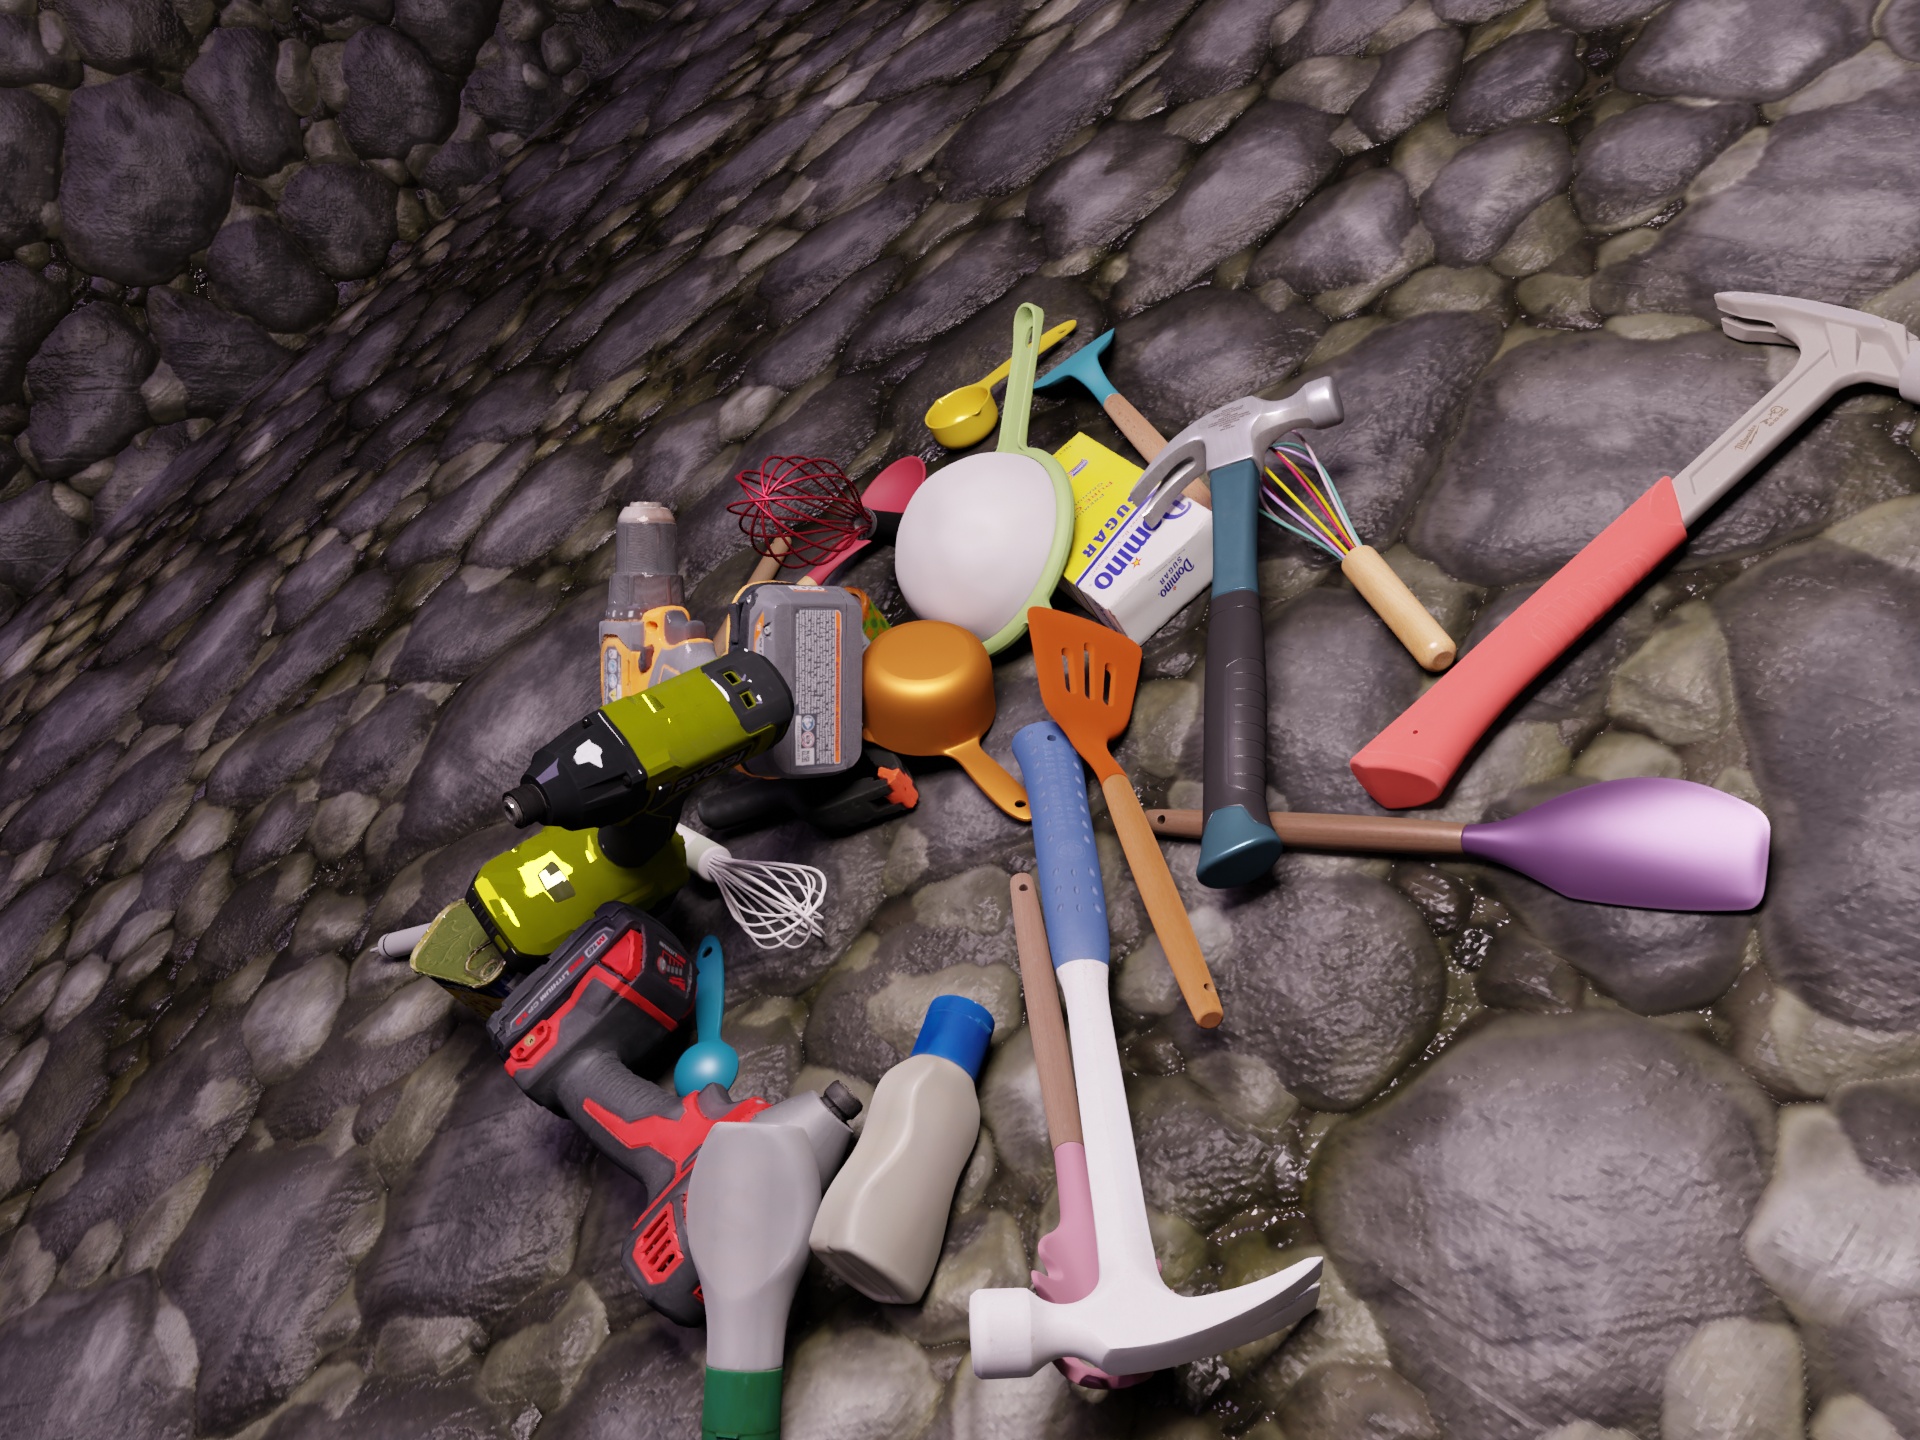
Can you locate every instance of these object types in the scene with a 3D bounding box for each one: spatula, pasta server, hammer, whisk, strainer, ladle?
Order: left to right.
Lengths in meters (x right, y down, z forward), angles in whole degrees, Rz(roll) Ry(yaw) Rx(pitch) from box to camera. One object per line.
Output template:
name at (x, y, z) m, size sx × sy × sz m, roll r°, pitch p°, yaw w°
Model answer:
strainer at (-0.347, 0.148, 1.140) m, size 0.258 × 0.050 × 0.087 m, roll -16°, pitch 0°, yaw 37°
whisk at (-0.156, 0.095, 1.031) m, size 0.058 × 0.059 × 0.246 m, roll -52°, pitch 34°, yaw -14°
ladle at (-0.129, -0.087, 1.196) m, size 0.315 × 0.031 × 0.069 m, roll -48°, pitch 34°, yaw -20°
whisk at (-0.073, -0.133, 1.065) m, size 0.073 × 0.073 × 0.296 m, roll -25°, pitch -5°, yaw 18°
strainer at (0.011, -0.170, 1.065) m, size 0.151 × 0.069 × 0.256 m, roll -7°, pitch 69°, yaw 52°
pasta server at (0.049, 0.182, 0.772) m, size 0.060 × 0.040 × 0.317 m, roll -4°, pitch 38°, yaw -3°
hammer at (0.067, 0.132, 0.784) m, size 0.144 × 0.035 × 0.406 m, roll -3°, pitch 36°, yaw -1°
spatula at (0.092, 0.041, 0.847) m, size 0.041 × 0.081 × 0.323 m, roll -61°, pitch 23°, yaw 26°
spatula at (0.126, -0.210, 1.140) m, size 0.082 × 0.044 × 0.318 m, roll -34°, pitch 41°, yaw 6°
hammer at (0.154, -0.056, 0.886) m, size 0.128 × 0.033 × 0.331 m, roll -14°, pitch 49°, yaw 27°
whisk at (0.220, -0.105, 0.932) m, size 0.051 × 0.047 × 0.245 m, roll -31°, pitch 40°, yaw 7°
spatula at (0.222, 0.054, 0.775) m, size 0.316 × 0.018 × 0.060 m, roll 0°, pitch 72°, yaw 41°
hammer at (0.336, -0.089, 0.822) m, size 0.359 × 0.036 × 0.149 m, roll -41°, pitch 36°, yaw -5°

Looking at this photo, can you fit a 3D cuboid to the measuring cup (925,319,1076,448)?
measuring cup at (0.040, -0.269, 1.278) m, size 0.156 × 0.029 × 0.062 m, roll -39°, pitch 35°, yaw -16°

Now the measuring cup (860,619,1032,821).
measuring cup at (-0.002, -0.003, 0.982) m, size 0.095 × 0.052 × 0.174 m, roll -22°, pitch 41°, yaw -20°

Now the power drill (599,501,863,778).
power drill at (-0.162, -0.053, 1.041) m, size 0.226 × 0.084 × 0.185 m, roll 5°, pitch 96°, yaw 47°

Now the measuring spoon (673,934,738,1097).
measuring spoon at (-0.158, 0.175, 0.964) m, size 0.042 × 0.021 × 0.129 m, roll -27°, pitch 40°, yaw 15°

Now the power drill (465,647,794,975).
power drill at (-0.205, 0.058, 0.921) m, size 0.171 × 0.080 × 0.223 m, roll -28°, pitch -15°, yaw -39°

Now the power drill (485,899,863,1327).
power drill at (-0.154, 0.204, 0.867) m, size 0.143 × 0.078 × 0.220 m, roll -45°, pitch 50°, yaw -7°

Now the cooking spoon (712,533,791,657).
cooking spoon at (-0.197, -0.031, 1.214) m, size 0.069 × 0.017 × 0.319 m, roll -30°, pitch 28°, yaw 48°
